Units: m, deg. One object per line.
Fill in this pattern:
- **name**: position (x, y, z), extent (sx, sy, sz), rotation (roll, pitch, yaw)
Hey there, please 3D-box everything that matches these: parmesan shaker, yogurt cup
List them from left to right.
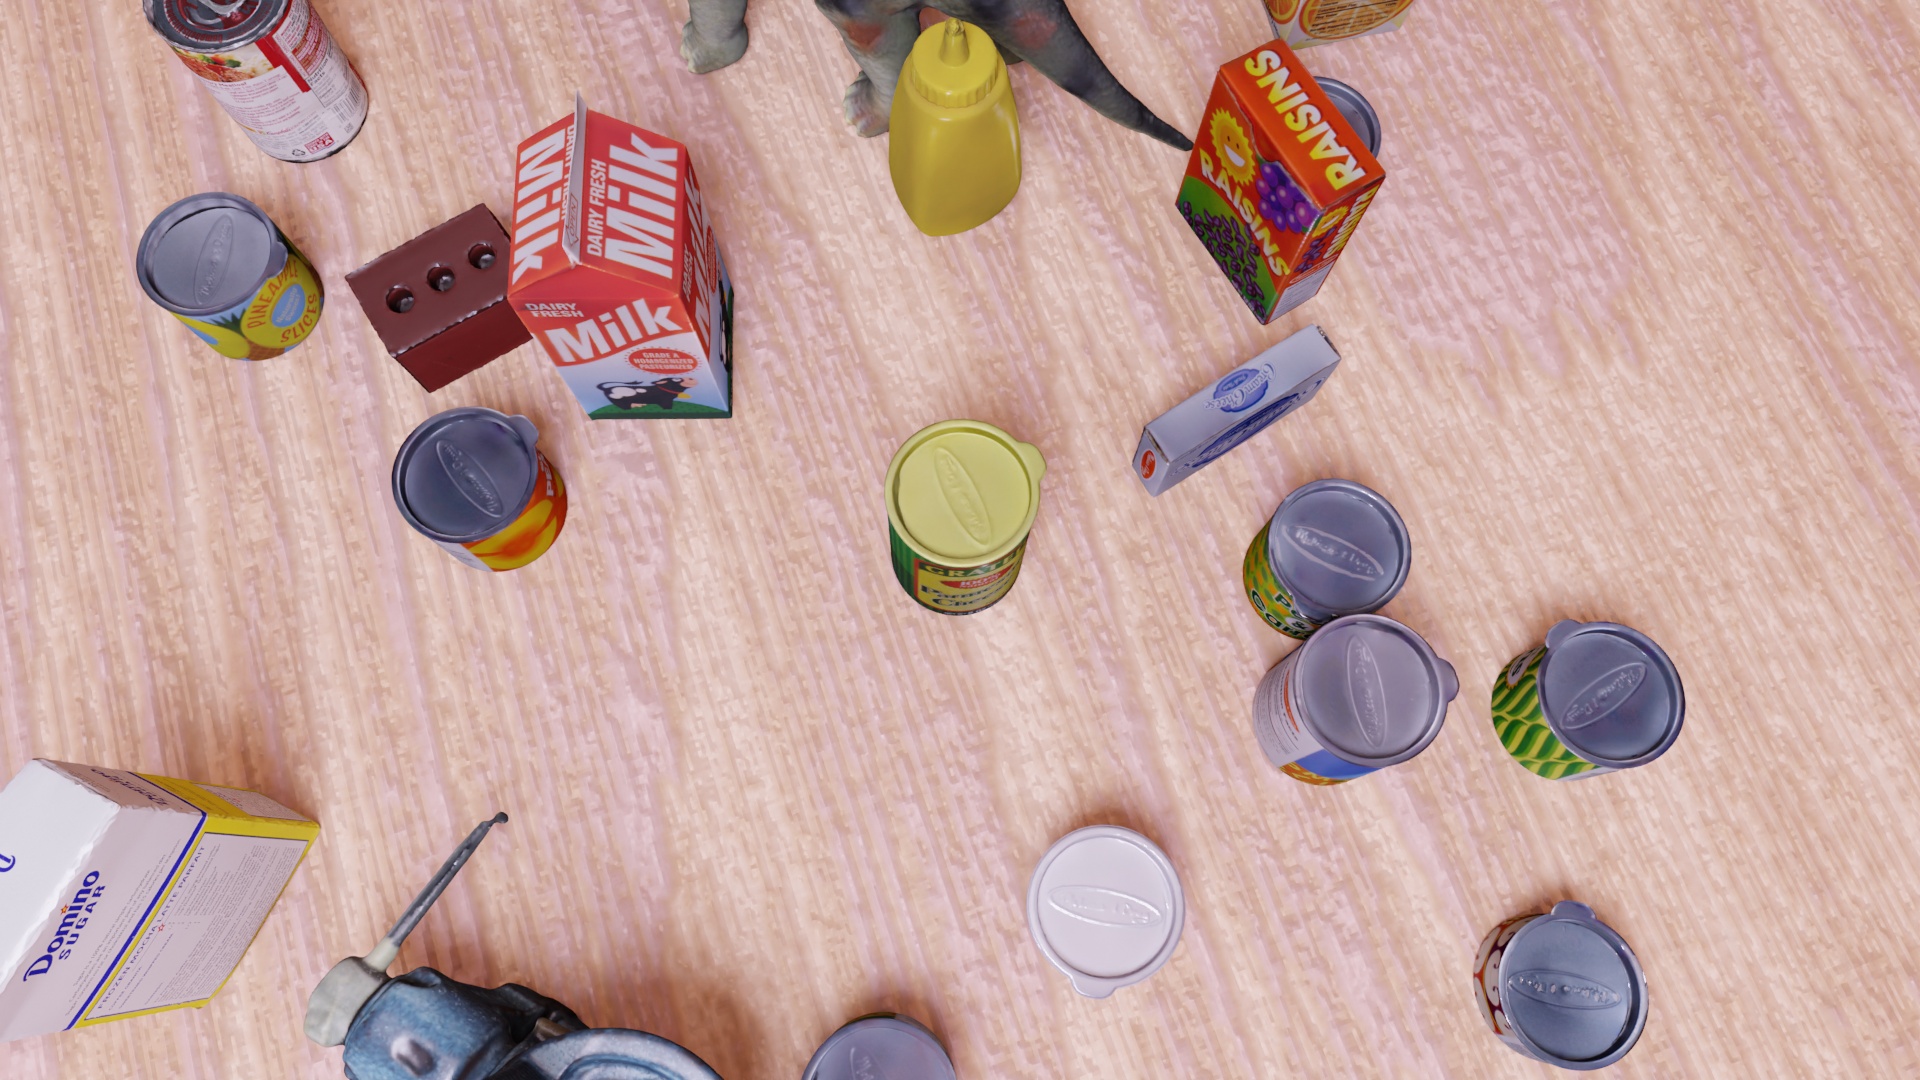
- **parmesan shaker**: position (0.002, -0.008, 0.638), extent (0.071, 0.103, 0.071), rotation (0, 74, -1)
- **yogurt cup**: position (0.062, 0.162, 0.615), extent (0.072, 0.053, 0.072), rotation (0, 74, -1)

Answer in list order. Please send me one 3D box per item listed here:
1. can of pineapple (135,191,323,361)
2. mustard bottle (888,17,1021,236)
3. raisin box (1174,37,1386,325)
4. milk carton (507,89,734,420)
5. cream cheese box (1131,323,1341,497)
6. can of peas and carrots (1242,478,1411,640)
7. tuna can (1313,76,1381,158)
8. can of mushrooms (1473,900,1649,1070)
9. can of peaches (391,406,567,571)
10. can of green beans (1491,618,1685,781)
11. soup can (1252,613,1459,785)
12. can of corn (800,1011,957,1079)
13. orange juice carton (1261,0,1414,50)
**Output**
- **can of pineapple**: position (-0.358, -0.129, 0.689), extent (0.071, 0.057, 0.071), rotation (0, 74, -1)
- **mustard bottle**: position (-0.002, -0.203, 0.665), extent (0.065, 0.159, 0.049), rotation (-23, 76, -7)
- **raisin box**: position (0.151, -0.171, 0.678), extent (0.040, 0.123, 0.086), rotation (-29, 77, -9)
- **milk carton**: position (-0.150, -0.118, 0.621), extent (0.073, 0.190, 0.072), rotation (-1, 74, -1)
- **cream cheese box**: position (0.134, -0.063, 0.683), extent (0.104, 0.053, 0.024), rotation (-32, 77, -10)
- **can of peas and carrots**: position (0.171, 0.013, 0.659), extent (0.071, 0.058, 0.071), rotation (0, 74, -1)
- **tuna can**: position (0.183, -0.209, 0.737), extent (0.071, 0.032, 0.071), rotation (0, 74, -1)
- **can of mushrooms**: position (0.267, 0.197, 0.620), extent (0.071, 0.033, 0.071), rotation (0, 74, -1)
- **can of peaches**: position (-0.225, -0.024, 0.661), extent (0.071, 0.058, 0.071), rotation (0, 74, -1)
- **can of green beans**: position (0.288, 0.076, 0.643), extent (0.071, 0.057, 0.071), rotation (0, 74, -1)
- **soup can**: position (0.176, 0.074, 0.628), extent (0.071, 0.083, 0.071), rotation (0, 74, -1)
- **can of corn**: position (-0.036, 0.237, 0.589), extent (0.071, 0.058, 0.071), rotation (0, 74, -1)
- **orange juice carton**: position (0.205, -0.335, 0.692), extent (0.073, 0.192, 0.072), rotation (-13, 75, -5)
